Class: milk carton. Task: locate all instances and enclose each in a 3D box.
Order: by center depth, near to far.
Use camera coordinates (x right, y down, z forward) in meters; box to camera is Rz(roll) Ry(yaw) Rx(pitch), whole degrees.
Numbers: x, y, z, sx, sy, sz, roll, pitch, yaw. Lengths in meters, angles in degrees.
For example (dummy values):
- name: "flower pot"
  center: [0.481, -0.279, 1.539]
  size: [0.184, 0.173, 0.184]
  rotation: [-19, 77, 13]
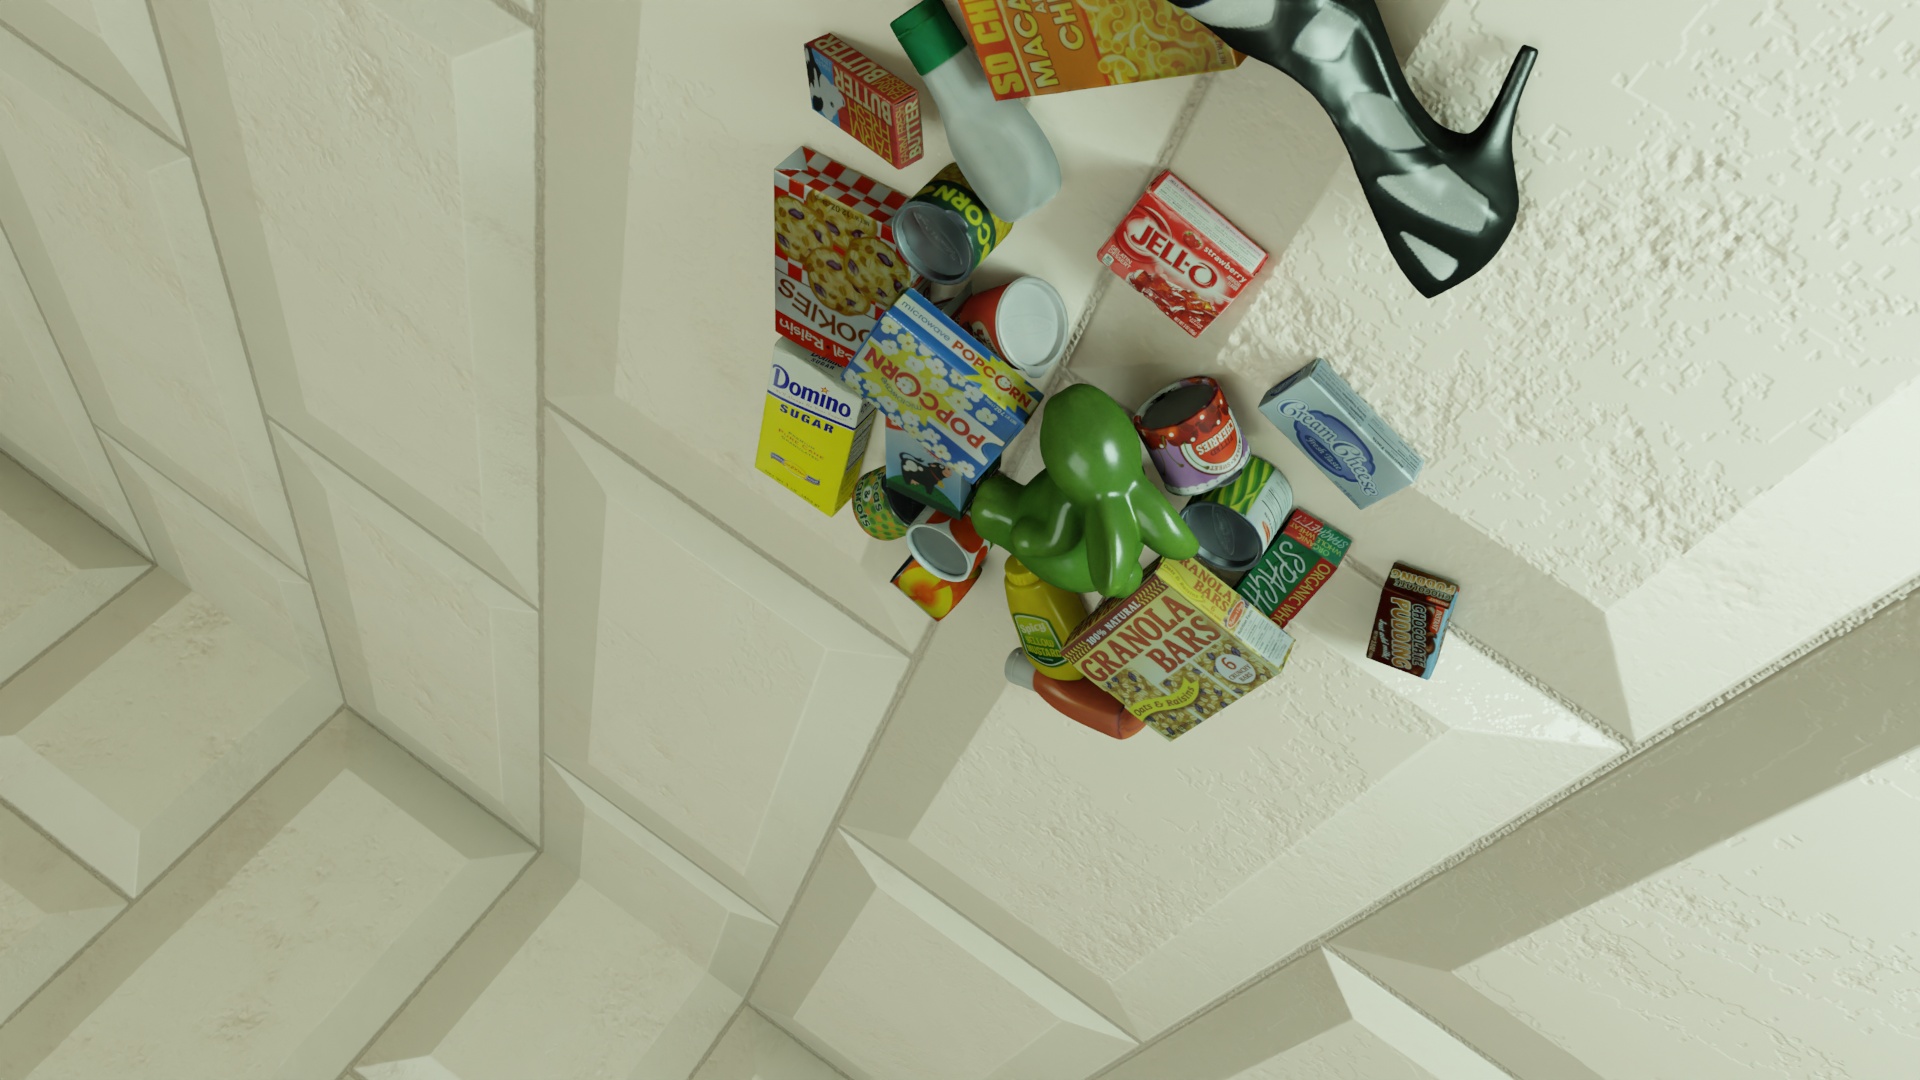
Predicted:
- name: "milk carton"
  center: [-0.012, -0.112, 1.087]
  size: [0.073, 0.073, 0.189]
  rotation: [25, 143, 18]

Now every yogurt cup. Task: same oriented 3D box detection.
- name: "yogurt cup"
  center: [0.036, -0.155, 1.003]
  size: [0.054, 0.073, 0.072]
  rotation: [5, 134, 50]

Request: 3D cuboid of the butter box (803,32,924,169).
- name: "butter box"
  center: [-0.065, -0.297, 0.937]
  size: [0.104, 0.024, 0.052]
  rotation: [42, 153, 32]

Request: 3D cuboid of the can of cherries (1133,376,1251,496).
- name: "can of cherries"
  center: [0.164, -0.073, 0.974]
  size: [0.071, 0.072, 0.058]
  rotation: [-3, 127, 44]

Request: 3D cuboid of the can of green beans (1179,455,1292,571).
- name: "can of green beans"
  center: [0.200, -0.021, 1.010]
  size: [0.071, 0.058, 0.071]
  rotation: [24, 143, 20]

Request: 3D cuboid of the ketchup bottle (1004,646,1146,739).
- name: "ketchup bottle"
  center: [0.106, 0.135, 1.278]
  size: [0.149, 0.065, 0.043]
  rotation: [18, 129, 41]

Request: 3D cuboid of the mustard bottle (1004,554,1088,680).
- name: "mustard bottle"
  center: [0.071, 0.054, 1.224]
  size: [0.065, 0.049, 0.159]
  rotation: [5, 134, 37]

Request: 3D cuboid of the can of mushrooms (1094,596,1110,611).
- name: "can of mushrooms"
  center: [0.148, 0.064, 1.180]
  size: [0.071, 0.034, 0.070]
  rotation: [24, 143, 19]

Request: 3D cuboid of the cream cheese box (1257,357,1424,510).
- name: "cream cheese box"
  center: [0.255, -0.071, 0.932]
  size: [0.104, 0.024, 0.053]
  rotation: [43, 144, -7]

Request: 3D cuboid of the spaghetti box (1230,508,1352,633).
- name: "spaghetti box"
  center: [0.230, 0.060, 1.103]
  size: [0.050, 0.029, 0.248]
  rotation: [33, 146, 6]

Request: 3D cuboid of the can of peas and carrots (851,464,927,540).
- name: "can of peas and carrots"
  center: [-0.055, -0.037, 1.217]
  size: [0.071, 0.071, 0.058]
  rotation: [50, 145, -16]

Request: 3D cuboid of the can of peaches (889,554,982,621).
- name: "can of peaches"
  center: [-0.020, 0.031, 1.267]
  size: [0.058, 0.071, 0.071]
  rotation: [42, 146, -4]

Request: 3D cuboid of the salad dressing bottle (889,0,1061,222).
- name: "salad dressing bottle"
  center: [0.009, -0.280, 0.901]
  size: [0.064, 0.044, 0.147]
  rotation: [-9, 122, 50]

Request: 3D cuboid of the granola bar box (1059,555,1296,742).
- name: "granola bar box"
  center: [0.170, 0.087, 1.120]
  size: [0.124, 0.039, 0.164]
  rotation: [39, 144, -2]

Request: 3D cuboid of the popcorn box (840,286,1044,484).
- name: "popcorn box"
  center: [-0.015, -0.110, 0.993]
  size: [0.126, 0.038, 0.084]
  rotation: [39, 139, -4]

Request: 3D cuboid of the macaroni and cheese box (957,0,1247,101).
- name: "macaroni and cheese box"
  center: [0.075, -0.323, 0.792]
  size: [0.166, 0.040, 0.123]
  rotation: [6, 134, 38]

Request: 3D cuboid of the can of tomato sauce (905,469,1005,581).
- name: "can of tomato sauce"
  center: [0.004, -0.015, 1.175]
  size: [0.071, 0.083, 0.070]
  rotation: [25, 143, 20]

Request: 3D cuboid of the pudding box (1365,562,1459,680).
- name: "pudding box"
  center: [0.328, 0.059, 1.010]
  size: [0.050, 0.030, 0.083]
  rotation: [21, 142, 22]

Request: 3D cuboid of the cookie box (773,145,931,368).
- name: "cookie box"
  center: [-0.085, -0.204, 1.076]
  size: [0.123, 0.040, 0.166]
  rotation: [29, 145, 14]

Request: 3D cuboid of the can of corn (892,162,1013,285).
- name: "can of corn"
  center: [-0.003, -0.222, 0.964]
  size: [0.071, 0.058, 0.070]
  rotation: [24, 143, 20]
